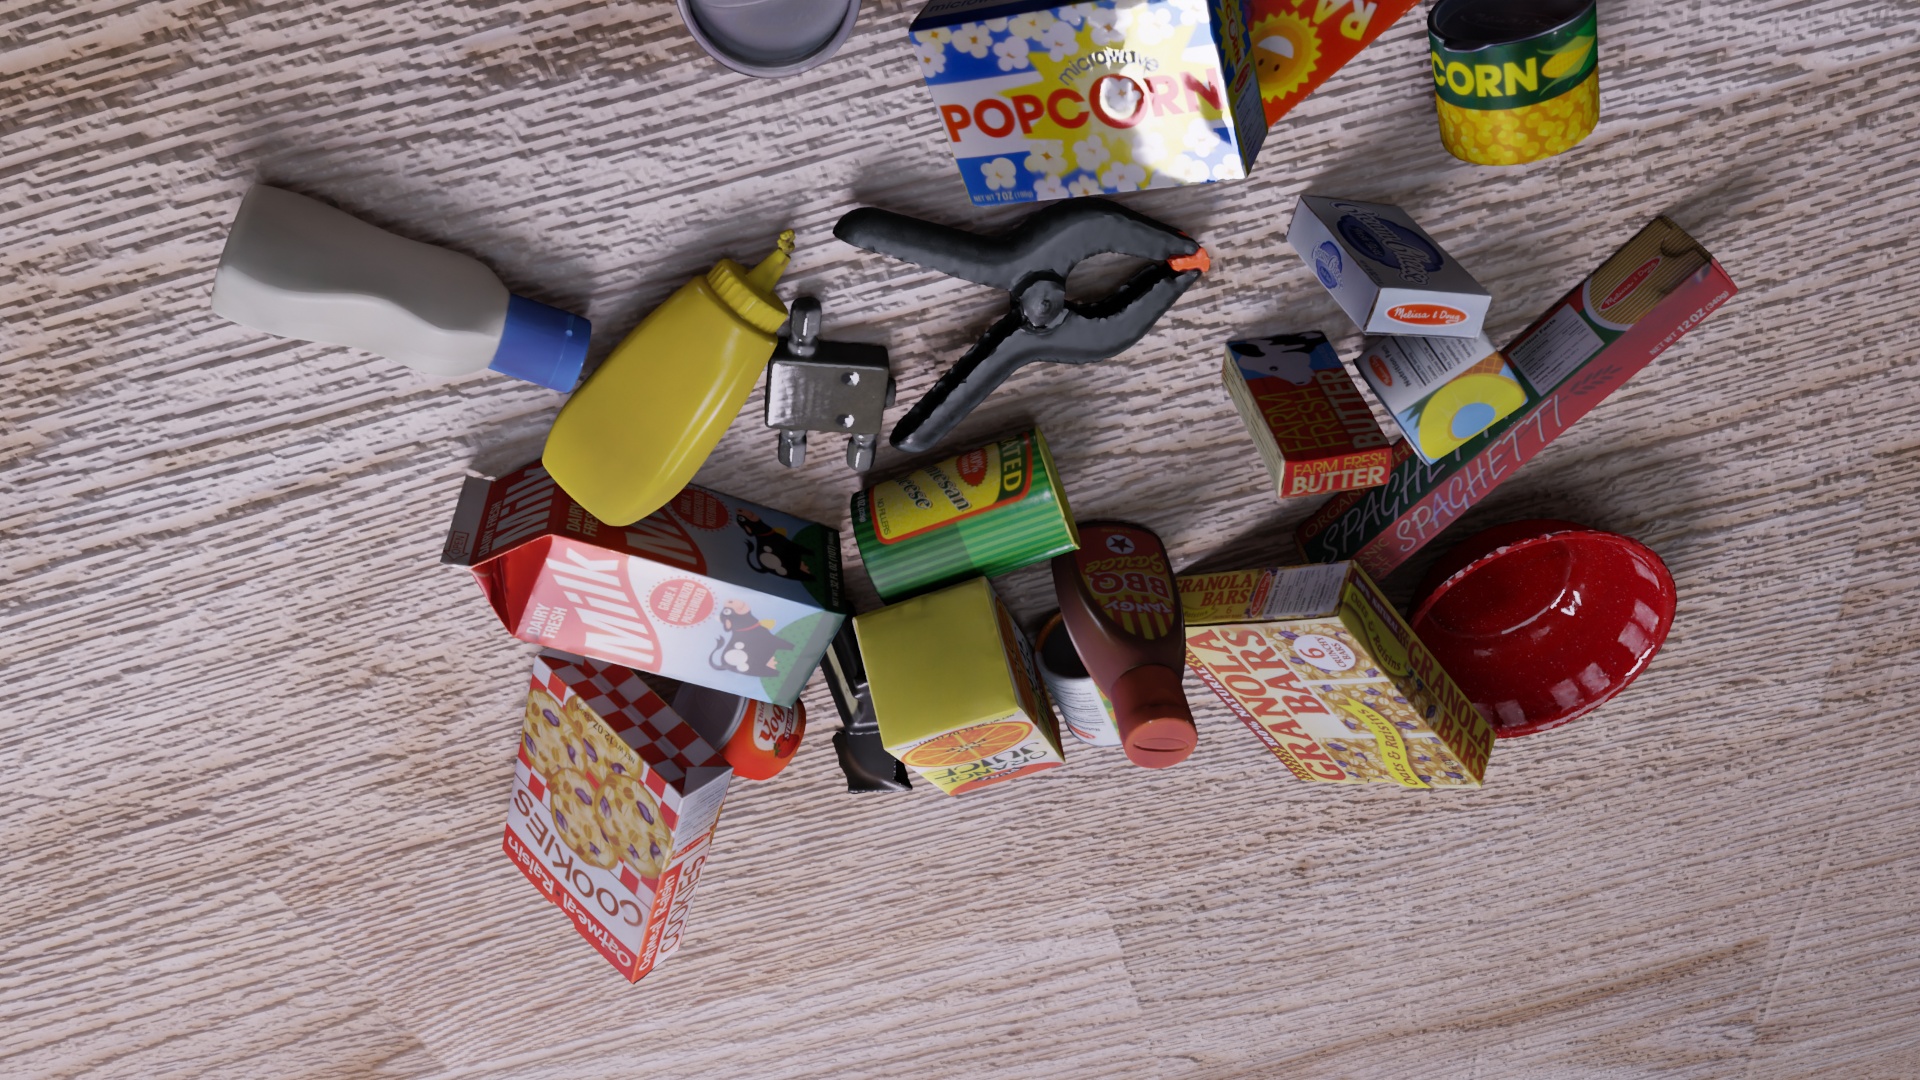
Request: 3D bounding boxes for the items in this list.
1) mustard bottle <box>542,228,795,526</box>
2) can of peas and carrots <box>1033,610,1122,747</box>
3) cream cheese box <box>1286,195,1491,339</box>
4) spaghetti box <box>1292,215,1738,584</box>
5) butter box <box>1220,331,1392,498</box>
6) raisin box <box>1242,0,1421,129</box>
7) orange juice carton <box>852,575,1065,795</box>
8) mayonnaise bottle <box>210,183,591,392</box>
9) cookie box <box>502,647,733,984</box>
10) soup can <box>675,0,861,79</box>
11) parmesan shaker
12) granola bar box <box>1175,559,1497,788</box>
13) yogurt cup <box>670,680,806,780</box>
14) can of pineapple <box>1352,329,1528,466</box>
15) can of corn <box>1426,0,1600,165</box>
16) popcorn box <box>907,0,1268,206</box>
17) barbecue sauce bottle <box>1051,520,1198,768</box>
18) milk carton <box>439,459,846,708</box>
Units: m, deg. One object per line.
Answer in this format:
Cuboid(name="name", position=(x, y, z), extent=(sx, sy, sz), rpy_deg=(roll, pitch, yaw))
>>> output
Cuboid(name="mustard bottle", position=(-0.124, -0.080, 0.641), extent=(0.065, 0.049, 0.160), rpy_deg=(44, 103, 1))
Cuboid(name="can of peas and carrots", position=(0.083, 0.072, 0.792), extent=(0.071, 0.071, 0.058), rpy_deg=(-20, 128, 9))
Cuboid(name="cream cheese box", position=(0.190, -0.123, 0.624), extent=(0.053, 0.104, 0.024), rpy_deg=(3, 124, -11))
Cuboid(name="spaghetti box", position=(0.277, -0.061, 0.721), extent=(0.028, 0.050, 0.249), rpy_deg=(31, 119, -27))
Cuboid(name="butter box", position=(0.165, -0.062, 0.670), extent=(0.053, 0.104, 0.024), rpy_deg=(-8, 130, -3))
Cuboid(name="raisin box", position=(0.140, -0.237, 0.567), extent=(0.123, 0.040, 0.086), rpy_deg=(-38, 125, 22))
Cuboid(name="orange juice carton", position=(0.007, 0.089, 0.762), extent=(0.072, 0.073, 0.192), rpy_deg=(-18, 158, 6))
Cuboid(name="mayonnaise bottle", position=(-0.239, -0.103, 0.607), extent=(0.148, 0.065, 0.041), rpy_deg=(17, 138, -25))
Cuboid(name="cookie box", position=(-0.199, 0.153, 0.784), extent=(0.040, 0.123, 0.166), rpy_deg=(-27, 147, -47))
Cuboid(name="soup can", position=(-0.073, -0.222, 0.519), extent=(0.071, 0.084, 0.071), rpy_deg=(-4, 129, -5))
Cuboid(name="parmesan shaker", position=(0.003, -0.009, 0.709), extent=(0.103, 0.071, 0.071), rpy_deg=(-19, 129, 7))
Cuboid(name="granola bar box", position=(0.205, 0.080, 0.783), extent=(0.124, 0.039, 0.165), rpy_deg=(-8, 136, 48))
Cuboid(name="yogurt cup", position=(-0.125, 0.102, 0.787), extent=(0.072, 0.073, 0.054), rpy_deg=(-38, 132, 21))
Cuboid(name="can of pineapple", position=(0.239, -0.079, 0.691), extent=(0.057, 0.071, 0.071), rpy_deg=(-35, 125, 19))
Cuboid(name="can of corn", position=(0.234, -0.200, 0.591), extent=(0.071, 0.071, 0.058), rpy_deg=(-18, 129, 7))
Cuboid(name="popcorn box", position=(0.052, -0.185, 0.562), extent=(0.126, 0.038, 0.085), rpy_deg=(1, 136, 28))
Cuboid(name="barbecue sauce bottle", position=(0.088, 0.051, 0.720), extent=(0.065, 0.149, 0.043), rpy_deg=(4, 129, -11))
Cuboid(name="milk carton", position=(-0.160, 0.015, 0.705), extent=(0.190, 0.073, 0.073), rpy_deg=(18, 124, -21))
